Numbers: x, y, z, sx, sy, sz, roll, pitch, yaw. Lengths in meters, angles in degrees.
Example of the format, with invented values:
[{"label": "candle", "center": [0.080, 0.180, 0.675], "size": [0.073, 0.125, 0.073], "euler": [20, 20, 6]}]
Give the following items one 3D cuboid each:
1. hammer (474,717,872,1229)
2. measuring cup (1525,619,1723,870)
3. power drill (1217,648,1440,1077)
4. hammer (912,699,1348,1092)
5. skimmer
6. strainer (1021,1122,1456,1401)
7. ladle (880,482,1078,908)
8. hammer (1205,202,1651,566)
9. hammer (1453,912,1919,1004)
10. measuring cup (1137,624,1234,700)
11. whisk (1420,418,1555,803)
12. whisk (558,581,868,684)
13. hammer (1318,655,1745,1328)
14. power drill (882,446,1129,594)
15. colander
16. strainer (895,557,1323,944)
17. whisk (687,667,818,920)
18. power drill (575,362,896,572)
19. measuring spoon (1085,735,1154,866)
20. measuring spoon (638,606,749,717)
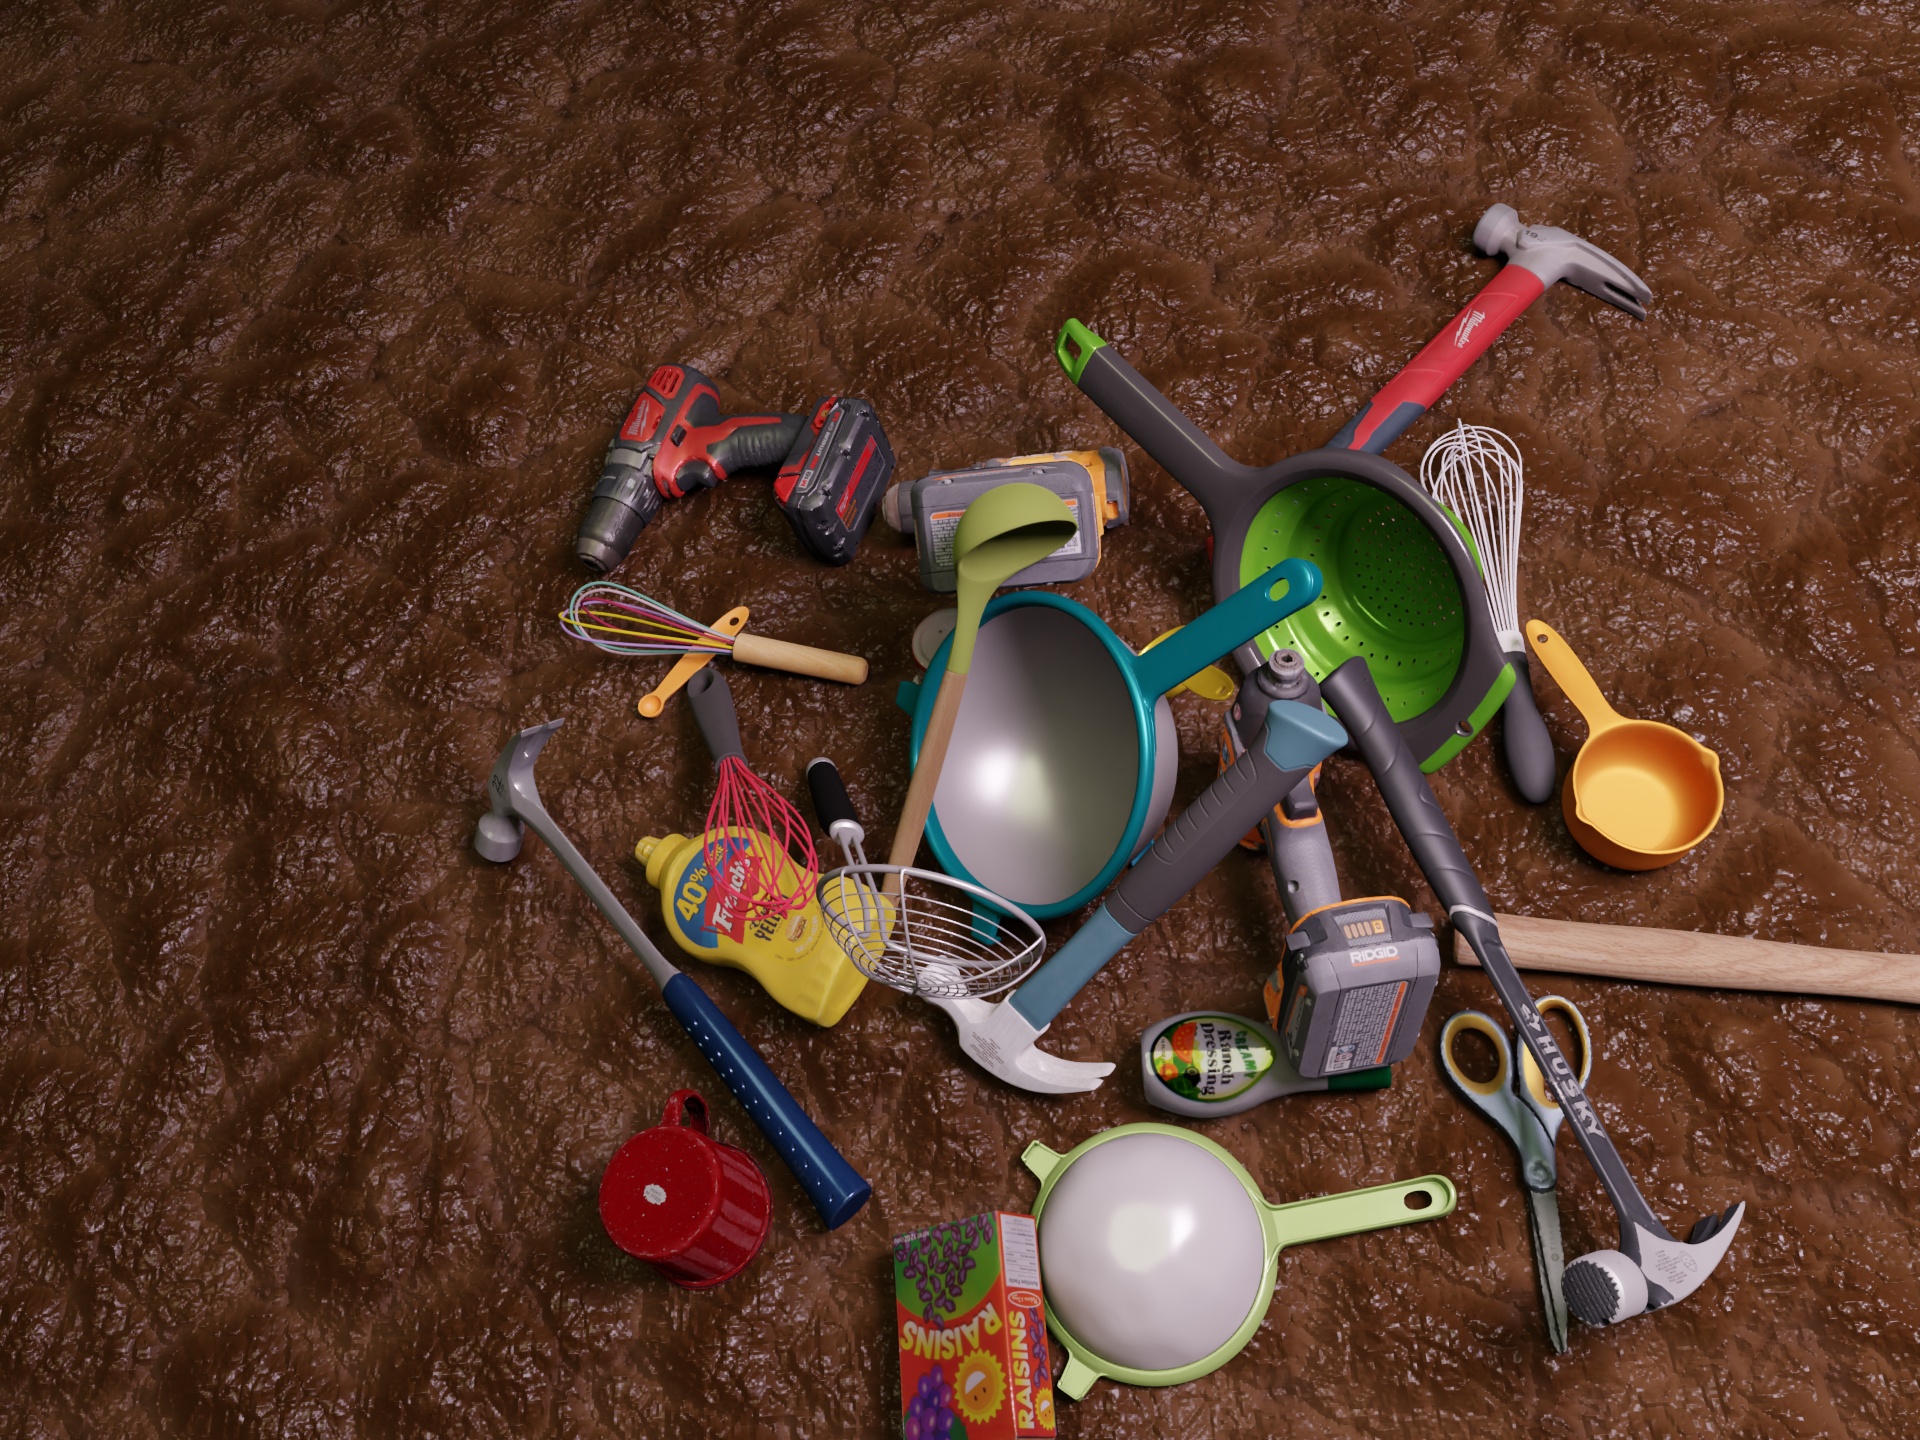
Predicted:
[{"label": "hammer", "center": [-0.197, 0.165, 1.059], "size": [0.035, 0.144, 0.406], "euler": [-21, 58, -43]}, {"label": "measuring cup", "center": [0.404, 0.015, 1.006], "size": [0.095, 0.052, 0.174], "euler": [-23, 63, -4]}, {"label": "power drill", "center": [0.208, 0.076, 0.946], "size": [0.084, 0.164, 0.227], "euler": [-9, 50, -3]}, {"label": "hammer", "center": [0.103, 0.106, 0.936], "size": [0.128, 0.033, 0.331], "euler": [45, 122, 10]}, {"label": "skimmer", "center": [-0.046, 0.068, 0.975], "size": [0.090, 0.127, 0.364], "euler": [-61, 20, 10]}, {"label": "strainer", "center": [0.158, 0.292, 0.919], "size": [0.256, 0.069, 0.152], "euler": [-14, 61, 9]}, {"label": "ladle", "center": [-0.002, -0.003, 1.016], "size": [0.078, 0.320, 0.062], "euler": [-7, 34, -41]}, {"label": "hammer", "center": [0.331, -0.221, 1.163], "size": [0.386, 0.038, 0.143], "euler": [-44, 63, -11]}, {"label": "hammer", "center": [0.465, 0.146, 0.942], "size": [0.331, 0.031, 0.130], "euler": [3, 63, 16]}, {"label": "measuring cup", "center": [0.156, -0.026, 1.058], "size": [0.062, 0.029, 0.157], "euler": [-40, 18, 0]}, {"label": "whisk", "center": [0.361, -0.079, 1.071], "size": [0.070, 0.070, 0.285], "euler": [-8, 66, 10]}, {"label": "whisk", "center": [-0.187, -0.061, 1.199], "size": [0.245, 0.047, 0.051], "euler": [11, 76, 10]}, {"label": "hammer", "center": [0.311, 0.133, 0.922], "size": [0.149, 0.036, 0.409], "euler": [1, 55, -37]}, {"label": "power drill", "center": [0.021, -0.146, 1.115], "size": [0.185, 0.226, 0.084], "euler": [-4, 105, 11]}, {"label": "colander", "center": [0.222, -0.146, 1.076], "size": [0.094, 0.204, 0.397], "euler": [-28, 67, -38]}, {"label": "strainer", "center": [0.110, -0.006, 1.007], "size": [0.340, 0.095, 0.211], "euler": [-35, 65, 38]}, {"label": "whisk", "center": [-0.153, 0.042, 1.090], "size": [0.073, 0.073, 0.296], "euler": [-28, 36, -1]}, {"label": "power drill", "center": [-0.185, -0.186, 1.253], "size": [0.227, 0.080, 0.188], "euler": [13, 67, 23]}, {"label": "measuring spoon", "center": [0.121, 0.070, 1.076], "size": [0.042, 0.021, 0.129], "euler": [-31, 65, 31]}, {"label": "measuring spoon", "center": [-0.203, -0.044, 1.220], "size": [0.021, 0.011, 0.117], "euler": [34, 72, 24]}]
